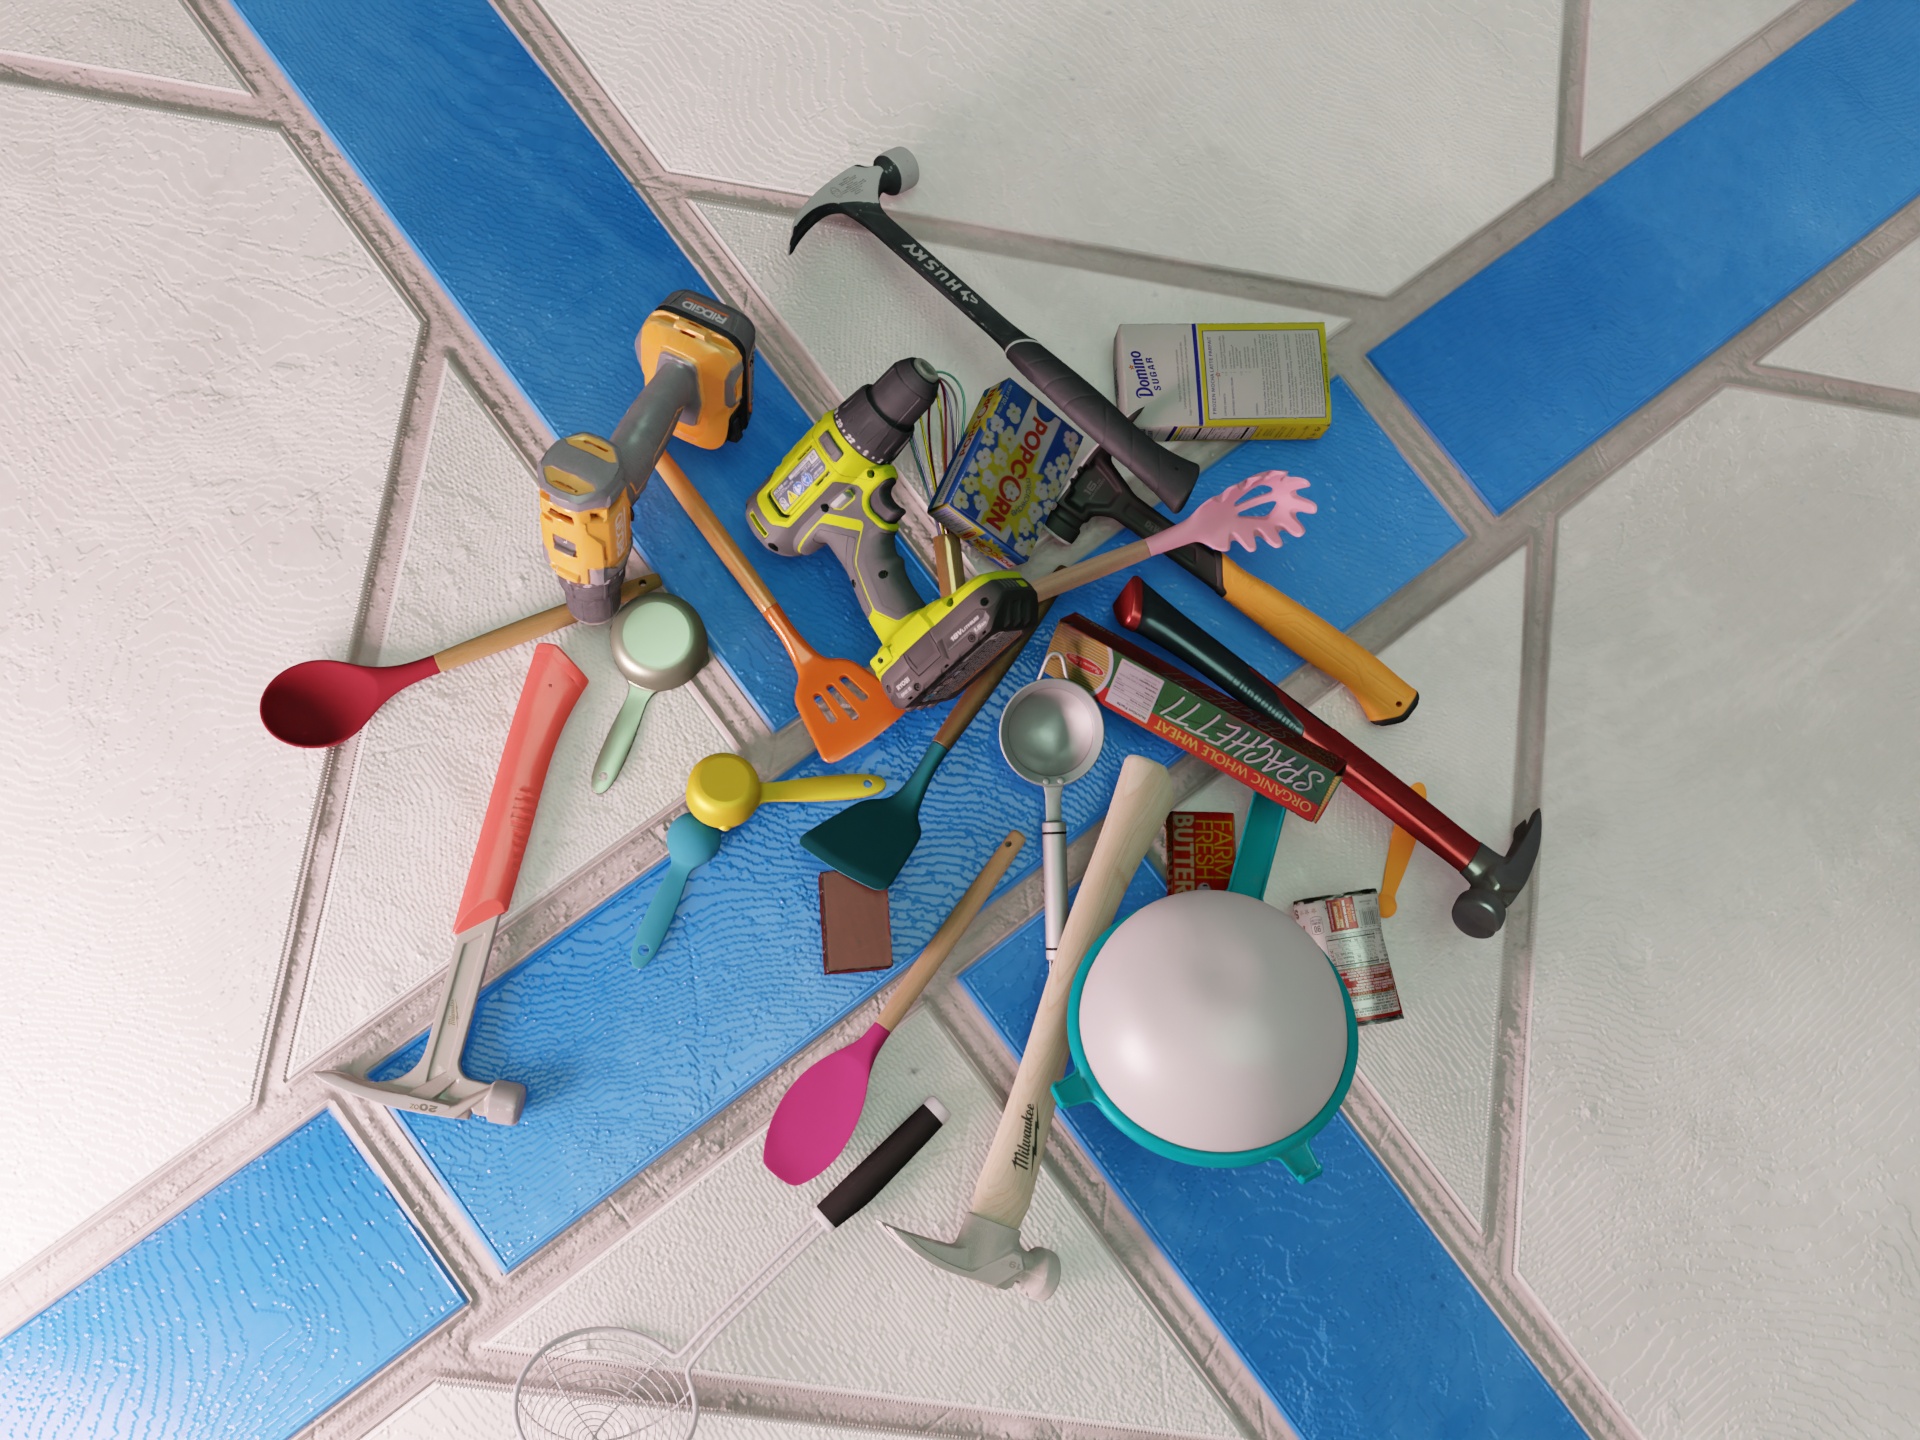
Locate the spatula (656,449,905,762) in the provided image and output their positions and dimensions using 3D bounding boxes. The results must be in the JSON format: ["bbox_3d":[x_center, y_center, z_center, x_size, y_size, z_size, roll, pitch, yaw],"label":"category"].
[{"bbox_3d":[-0.164,-0.110,1.261,0.081,0.041,0.323,-36,84,-10],"label":"spatula"}]

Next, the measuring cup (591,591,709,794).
[{"bbox_3d":[-0.252,-0.023,1.235,0.083,0.038,0.168,20,76,-2],"label":"measuring cup"}]

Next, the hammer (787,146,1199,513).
[{"bbox_3d":[0.033,-0.306,1.263,0.149,0.036,0.409,-37,73,-30],"label":"hammer"}]

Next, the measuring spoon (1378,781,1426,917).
[{"bbox_3d":[0.358,0.104,1.288,0.021,0.011,0.117,20,78,-2],"label":"measuring spoon"}]

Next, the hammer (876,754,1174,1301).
[{"bbox_3d":[0.068,0.216,1.201,0.146,0.038,0.411,26,75,-24],"label":"hammer"}]

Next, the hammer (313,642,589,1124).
[{"bbox_3d":[-0.361,0.114,1.199,0.149,0.036,0.359,13,78,-3],"label":"hammer"}]

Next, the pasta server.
[{"bbox_3d":[0.123,-0.124,1.247,0.316,0.040,0.060,-21,112,1],"label":"pasta server"}]

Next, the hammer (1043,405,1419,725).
[{"bbox_3d":[0.235,-0.112,1.292,0.337,0.034,0.127,36,102,-1],"label":"hammer"}]

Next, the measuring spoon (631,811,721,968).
[{"bbox_3d":[-0.222,0.129,1.217,0.042,0.021,0.129,22,76,-1],"label":"measuring spoon"}]

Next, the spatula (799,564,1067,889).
[{"bbox_3d":[-0.002,-0.004,1.250,0.082,0.044,0.317,28,72,23],"label":"spatula"}]

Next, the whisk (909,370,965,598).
[{"bbox_3d":[-0.012,-0.171,1.291,0.051,0.047,0.245,-6,84,-9],"label":"whisk"}]

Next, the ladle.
[{"bbox_3d":[-0.382,-0.055,1.235,0.315,0.031,0.069,-22,85,-11],"label":"ladle"}]

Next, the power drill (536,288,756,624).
[{"bbox_3d":[-0.240,-0.190,1.202,0.084,0.185,0.226,25,59,5],"label":"power drill"}]

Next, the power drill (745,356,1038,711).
[{"bbox_3d":[-0.044,-0.141,1.208,0.190,0.080,0.229,-41,75,28],"label":"power drill"}]

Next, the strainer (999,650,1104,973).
[{"bbox_3d":[0.072,0.077,1.250,0.087,0.050,0.258,0,85,-14],"label":"strainer"}]

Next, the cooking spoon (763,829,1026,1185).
[{"bbox_3d":[-0.044,0.214,1.217,0.069,0.017,0.319,26,73,34],"label":"cooking spoon"}]

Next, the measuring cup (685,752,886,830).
[{"bbox_3d":[-0.134,0.049,1.234,0.156,0.029,0.062,-3,61,-10],"label":"measuring cup"}]

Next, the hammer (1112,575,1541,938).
[{"bbox_3d":[0.288,0.006,1.267,0.386,0.038,0.143,39,47,6],"label":"hammer"}]

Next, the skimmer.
[{"bbox_3d":[-0.151,0.393,1.139,0.363,0.090,0.127,-42,54,-14],"label":"skimmer"}]

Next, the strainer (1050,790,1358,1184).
[{"bbox_3d":[0.203,0.149,1.159,0.211,0.095,0.341,15,59,11],"label":"strainer"}]
